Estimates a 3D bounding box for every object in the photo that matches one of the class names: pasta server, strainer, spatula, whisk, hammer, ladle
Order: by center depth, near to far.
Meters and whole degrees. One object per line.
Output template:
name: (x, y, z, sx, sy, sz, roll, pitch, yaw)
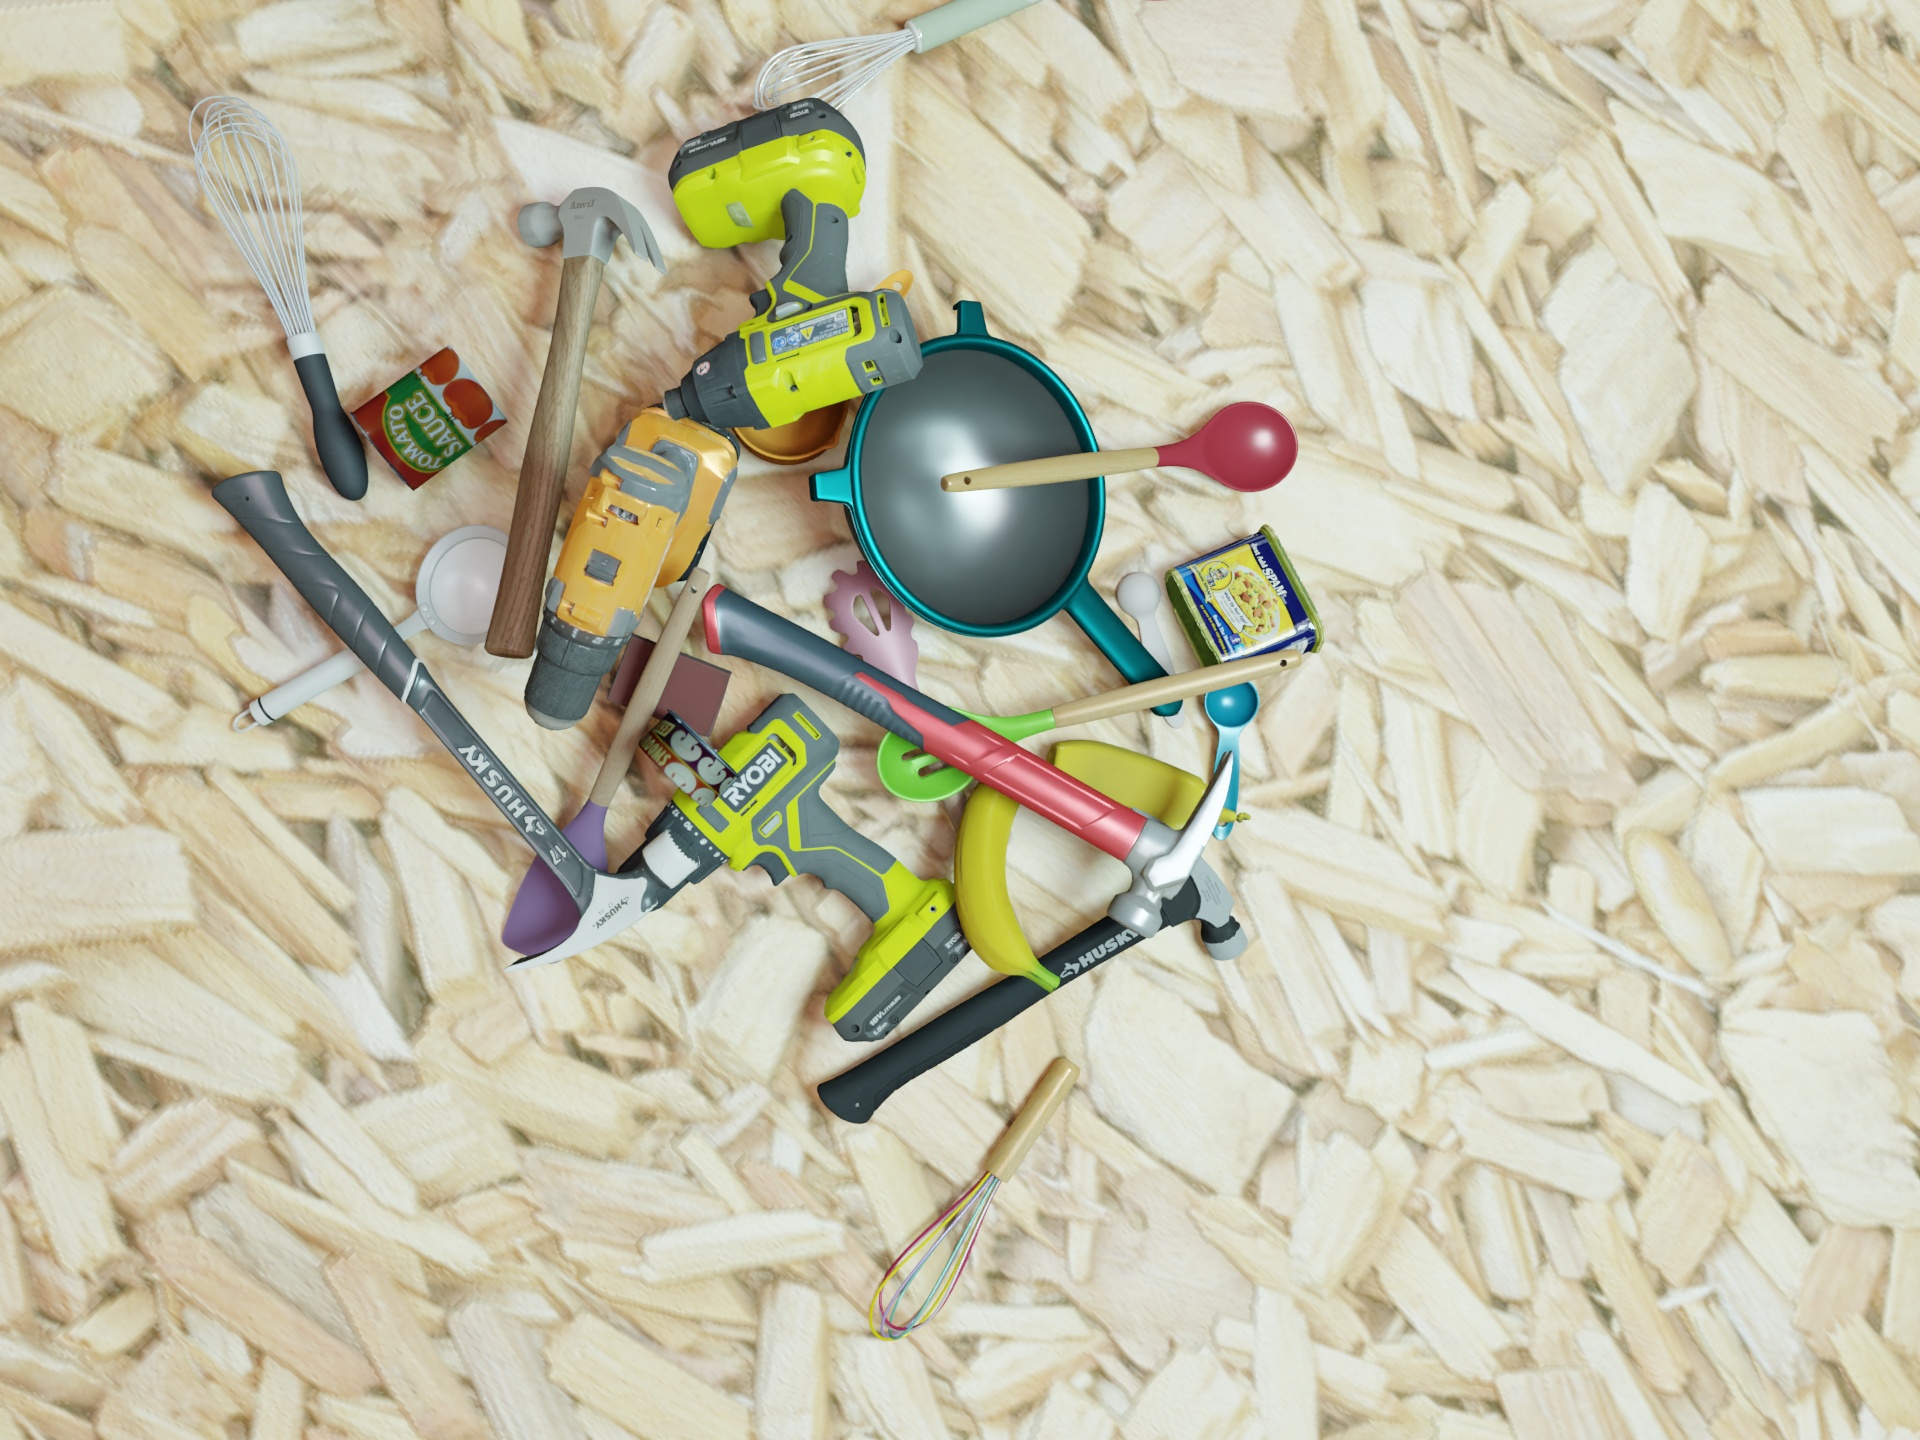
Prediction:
hammer: (-0.275, -0.205, 1.082, 0.130, 0.031, 0.331, 3, 81, 34)
hammer: (-0.365, -0.008, 1.086, 0.149, 0.036, 0.409, -41, 91, 3)
whisk: (-0.464, -0.291, 1.103, 0.070, 0.070, 0.284, -18, 98, -8)
hammer: (-0.002, -0.004, 1.109, 0.386, 0.038, 0.143, 29, 85, 1)
spatula: (-0.241, 0.036, 1.111, 0.059, 0.018, 0.316, 24, 105, -9)
strainer: (-0.398, -0.060, 1.119, 0.258, 0.050, 0.087, -30, 76, -1)
ladle: (0.119, -0.186, 1.144, 0.315, 0.031, 0.069, -12, 92, -32)
strainer: (0.035, -0.120, 1.161, 0.340, 0.095, 0.211, 46, 67, -24)
whisk: (-0.042, -0.499, 1.168, 0.246, 0.059, 0.057, -28, 131, -11)
hammer: (0.044, 0.194, 1.169, 0.335, 0.035, 0.146, -31, 119, -3)
whisk: (0.011, 0.354, 1.178, 0.047, 0.051, 0.245, 36, 82, -1)
pasta server: (-0.018, 0.030, 1.181, 0.060, 0.040, 0.316, -25, 98, -7)

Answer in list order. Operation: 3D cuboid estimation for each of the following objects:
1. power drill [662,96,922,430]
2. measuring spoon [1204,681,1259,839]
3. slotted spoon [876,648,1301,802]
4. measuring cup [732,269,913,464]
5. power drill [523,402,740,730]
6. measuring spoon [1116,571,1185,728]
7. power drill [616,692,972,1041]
power drill: (-0.127, -0.303, 1.079, 0.171, 0.080, 0.223, -15, 62, 9)
measuring spoon: (0.203, 0.027, 1.219, 0.042, 0.021, 0.128, 3, 99, 0)
slotted spoon: (0.092, -0.006, 1.144, 0.314, 0.031, 0.070, -14, 104, 0)
measuring cup: (-0.098, -0.259, 1.155, 0.095, 0.052, 0.173, 43, 83, -6)
power drill: (-0.220, -0.106, 1.048, 0.084, 0.226, 0.185, 23, 111, -8)
measuring spoon: (0.150, -0.053, 1.207, 0.034, 0.018, 0.124, -18, 93, -8)
power drill: (-0.115, 0.120, 1.142, 0.190, 0.080, 0.228, -45, 93, -6)
